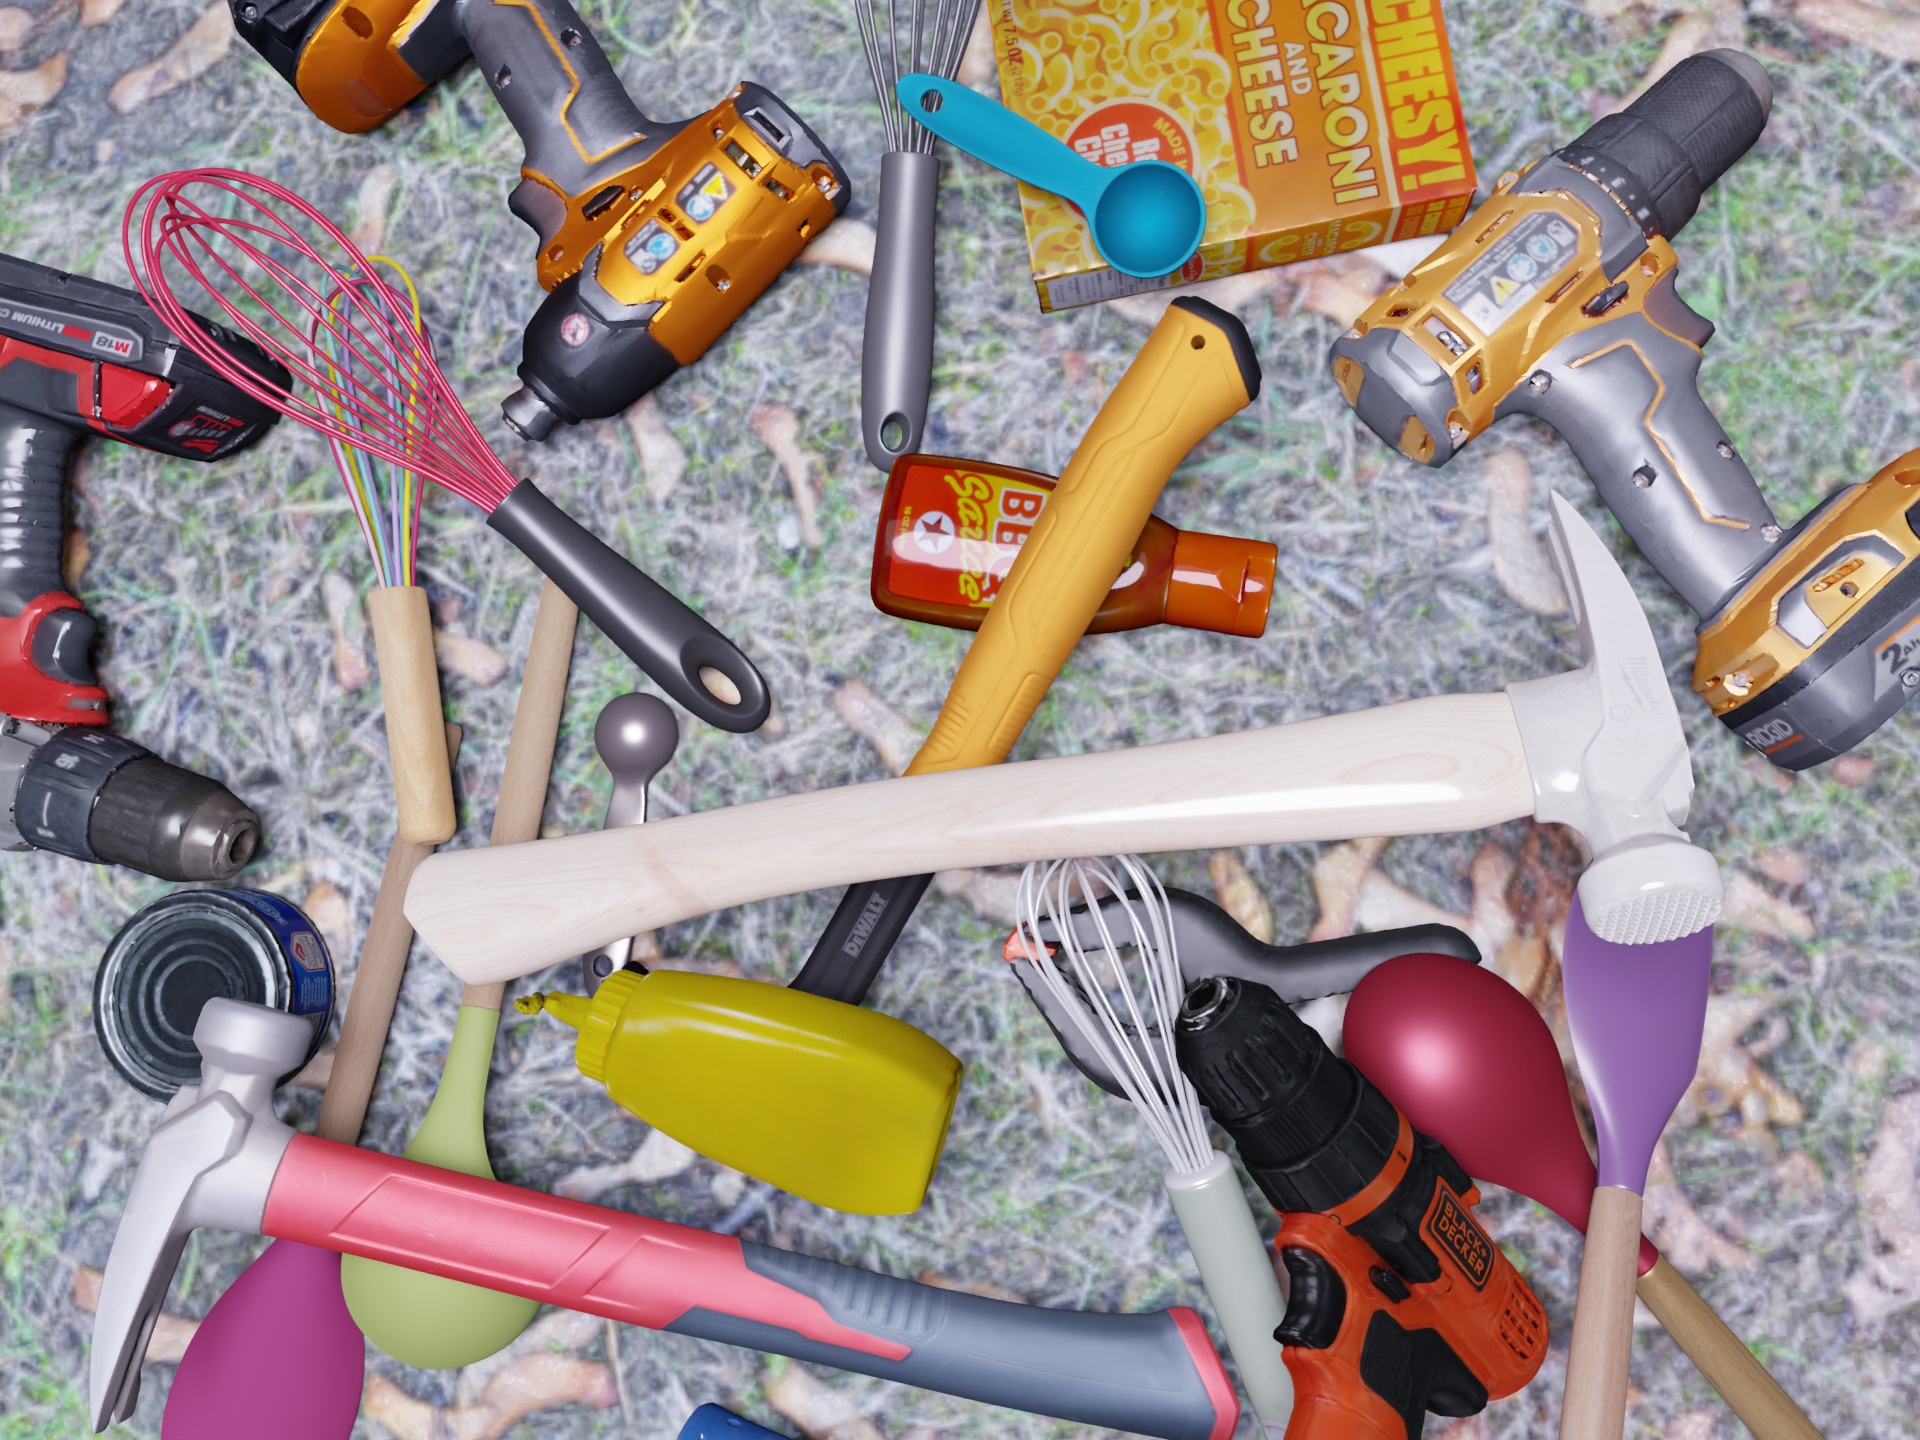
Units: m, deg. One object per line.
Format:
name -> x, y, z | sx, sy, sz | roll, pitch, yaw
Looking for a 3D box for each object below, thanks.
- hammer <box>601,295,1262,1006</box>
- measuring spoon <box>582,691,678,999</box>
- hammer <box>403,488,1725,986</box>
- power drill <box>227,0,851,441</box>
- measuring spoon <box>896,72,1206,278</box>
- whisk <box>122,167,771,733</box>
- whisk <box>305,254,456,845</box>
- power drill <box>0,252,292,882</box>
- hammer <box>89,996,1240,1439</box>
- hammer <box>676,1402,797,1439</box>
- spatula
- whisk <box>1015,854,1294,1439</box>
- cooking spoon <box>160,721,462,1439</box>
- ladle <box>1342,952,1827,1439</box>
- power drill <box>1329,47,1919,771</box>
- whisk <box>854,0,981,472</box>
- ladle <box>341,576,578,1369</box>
hammer -> -0.001, -0.002, 0.575 | 0.127, 0.034, 0.337 | 32, 100, 6
measuring spoon -> -0.136, 0.049, 0.626 | 0.034, 0.018, 0.124 | 5, 85, 10
hammer -> 0.013, 0.023, 0.520 | 0.410, 0.038, 0.146 | -9, 57, 11
power drill -> -0.177, -0.229, 0.632 | 0.226, 0.084, 0.164 | 44, 90, 5
measuring spoon -> 0.033, -0.204, 0.589 | 0.128, 0.021, 0.042 | 31, 99, 8
whisk -> -0.185, -0.096, 0.598 | 0.295, 0.073, 0.073 | 42, 90, -11
whisk -> -0.224, -0.072, 0.631 | 0.047, 0.051, 0.245 | -10, 80, -1
power drill -> -0.346, -0.054, 0.636 | 0.188, 0.080, 0.227 | 17, 89, 8
hammer -> -0.094, 0.212, 0.555 | 0.386, 0.038, 0.143 | 15, 76, -3
hammer -> 0.091, 0.304, 0.529 | 0.405, 0.144, 0.035 | 10, 96, 14
spatula -> 0.207, 0.176, 0.511 | 0.059, 0.018, 0.316 | 23, 63, -8
whisk -> 0.079, 0.147, 0.547 | 0.058, 0.059, 0.246 | -16, 98, 48
cooking spoon -> -0.242, 0.155, 0.621 | 0.068, 0.017, 0.319 | 15, 82, -19
ladle -> 0.249, 0.207, 0.546 | 0.069, 0.031, 0.315 | -41, 88, -8
power drill -> 0.274, -0.118, 0.567 | 0.185, 0.084, 0.226 | -43, 76, -1
whisk -> -0.022, -0.216, 0.616 | 0.055, 0.055, 0.239 | 4, 96, 7
ladle -> -0.178, 0.086, 0.623 | 0.078, 0.062, 0.320 | 7, 78, 5
